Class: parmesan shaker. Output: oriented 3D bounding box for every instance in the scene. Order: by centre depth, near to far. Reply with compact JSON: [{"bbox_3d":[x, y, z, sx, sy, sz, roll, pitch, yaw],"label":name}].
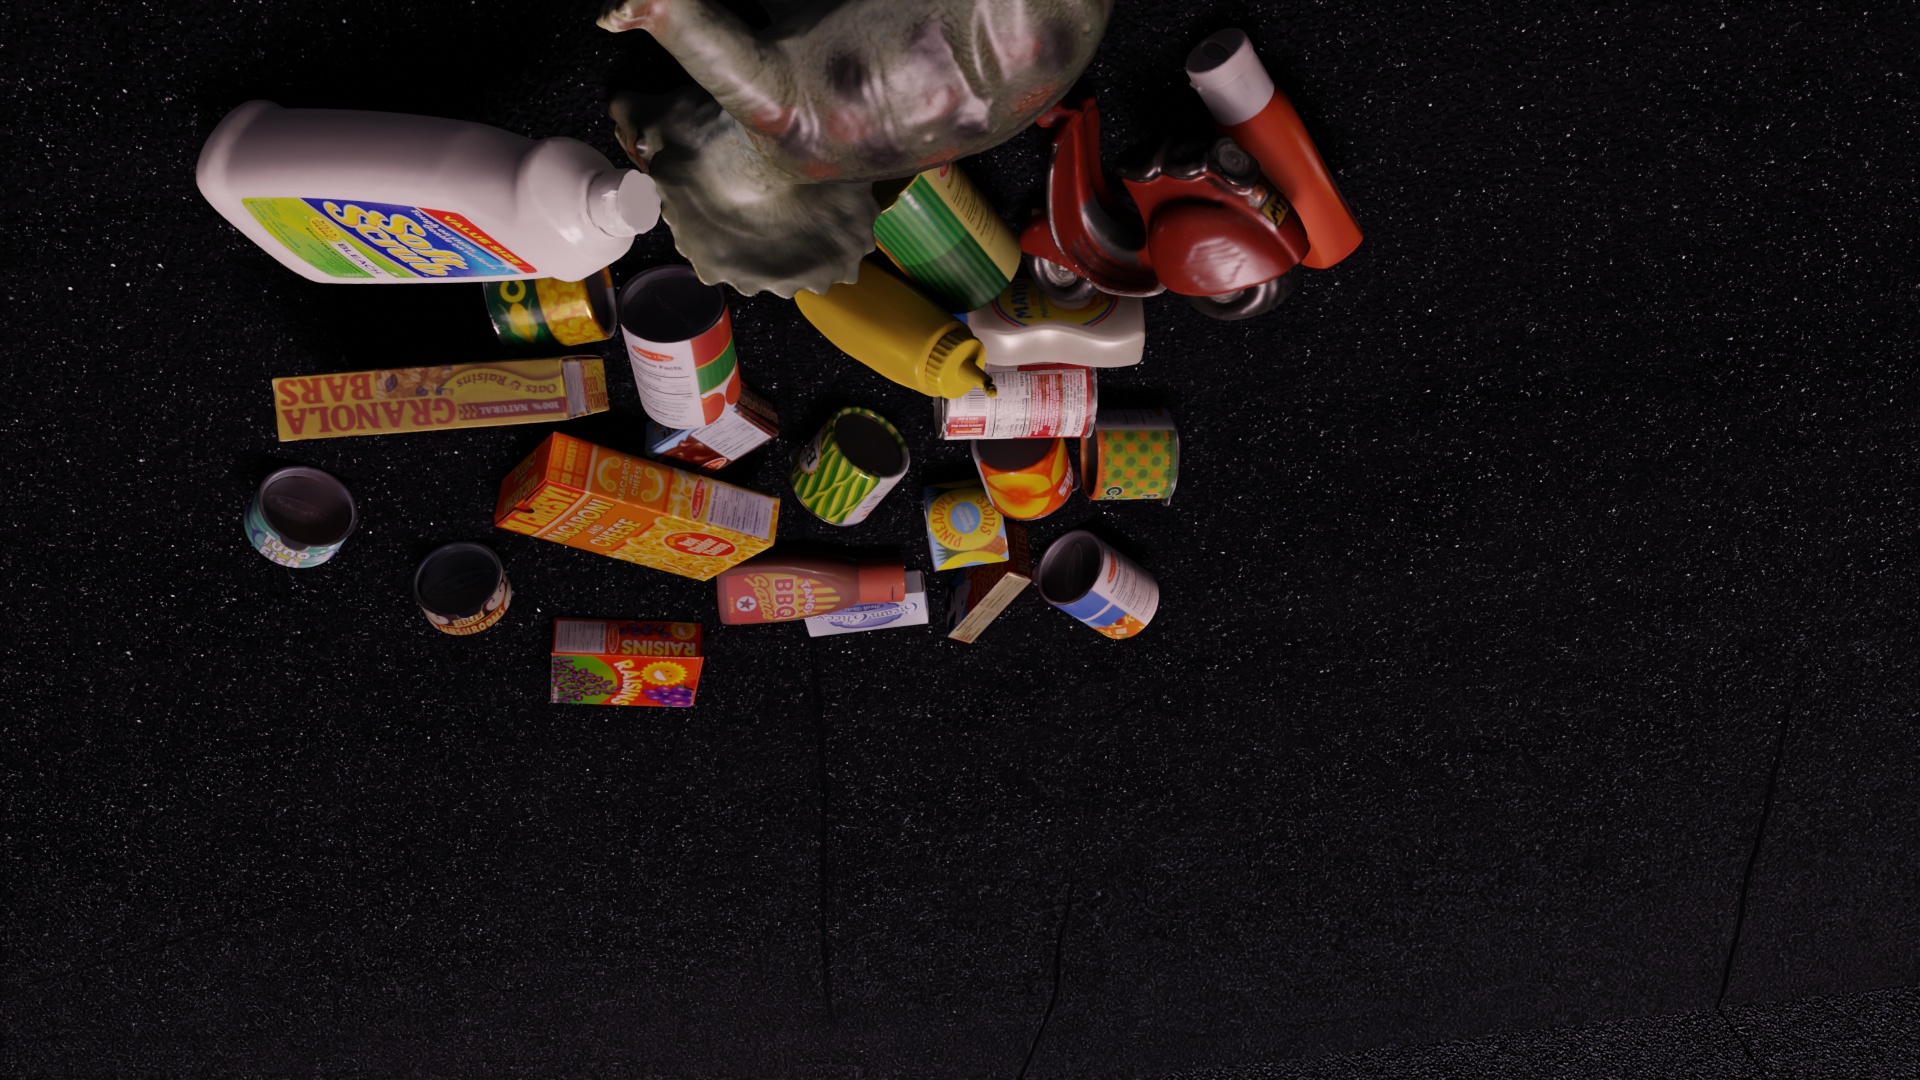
[{"bbox_3d":[-0.018,-0.183,0.802,0.071,0.071,0.103,-23,142,22],"label":"parmesan shaker"}]

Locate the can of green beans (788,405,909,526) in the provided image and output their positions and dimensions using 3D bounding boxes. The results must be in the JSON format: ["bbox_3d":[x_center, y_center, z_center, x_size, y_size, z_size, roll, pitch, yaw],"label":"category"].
[{"bbox_3d":[-0.078,-0.053,0.981,0.071,0.071,0.057,17,138,-29],"label":"can of green beans"}]

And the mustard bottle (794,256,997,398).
[{"bbox_3d":[-0.032,-0.121,0.823,0.049,0.160,0.065,-49,148,-10],"label":"mustard bottle"}]

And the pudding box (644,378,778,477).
[{"bbox_3d":[-0.173,-0.077,0.962,0.083,0.030,0.049,-27,141,27],"label":"pudding box"}]

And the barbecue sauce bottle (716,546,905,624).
[{"bbox_3d":[-0.120,0.034,1.115,0.149,0.044,0.064,-2,129,-7],"label":"barbecue sauce bottle"}]

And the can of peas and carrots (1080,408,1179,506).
[{"bbox_3d":[0.121,-0.060,1.002,0.059,0.071,0.070,-1,144,-7],"label":"can of peas and carrots"}]

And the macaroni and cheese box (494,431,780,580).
[{"bbox_3d":[-0.232,-0.020,0.994,0.166,0.040,0.123,17,157,-30],"label":"macaroni and cheese box"}]

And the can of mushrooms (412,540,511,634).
[{"bbox_3d":[-0.377,0.038,1.055,0.071,0.071,0.033,-4,146,-5],"label":"can of mushrooms"}]

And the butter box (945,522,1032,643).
[{"bbox_3d":[0.022,0.035,1.134,0.024,0.053,0.103,16,138,-24],"label":"butter box"}]

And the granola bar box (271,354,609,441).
[{"bbox_3d":[-0.312,-0.090,0.853,0.166,0.039,0.124,-5,-172,-3],"label":"granola bar box"}]

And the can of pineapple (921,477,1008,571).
[{"bbox_3d":[0.004,-0.013,1.050,0.058,0.071,0.070,-9,145,1],"label":"can of pineapple"}]

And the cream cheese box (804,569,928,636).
[{"bbox_3d":[-0.080,0.053,1.167,0.104,0.024,0.053,-7,146,0],"label":"cream cheese box"}]

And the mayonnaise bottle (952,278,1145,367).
[{"bbox_3d":[0.041,-0.140,0.884,0.148,0.065,0.041,-1,145,-2],"label":"mayonnaise bottle"}]

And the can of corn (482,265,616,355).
[{"bbox_3d":[-0.242,-0.148,0.818,0.058,0.071,0.070,-9,145,2],"label":"can of corn"}]

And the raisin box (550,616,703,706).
[{"bbox_3d":[-0.287,0.105,1.193,0.123,0.040,0.085,3,143,-15],"label":"raisin box"}]

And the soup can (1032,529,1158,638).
[{"bbox_3d":[0.111,0.037,1.142,0.071,0.072,0.083,-29,139,28],"label":"soup can"}]

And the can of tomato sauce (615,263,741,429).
[{"bbox_3d":[-0.173,-0.122,0.870,0.071,0.071,0.082,-4,145,-4],"label":"can of tomato sauce"}]

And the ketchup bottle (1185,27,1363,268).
[{"bbox_3d":[0.177,-0.222,0.792,0.043,0.065,0.148,-39,129,9],"label":"ketchup bottle"}]

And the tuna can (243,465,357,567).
[{"bbox_3d":[-0.460,-0.014,0.966,0.071,0.071,0.032,21,137,-34],"label":"tuna can"}]

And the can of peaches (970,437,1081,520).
[{"bbox_3d":[0.047,-0.058,0.995,0.071,0.071,0.057,-12,144,8],"label":"can of peaches"}]
